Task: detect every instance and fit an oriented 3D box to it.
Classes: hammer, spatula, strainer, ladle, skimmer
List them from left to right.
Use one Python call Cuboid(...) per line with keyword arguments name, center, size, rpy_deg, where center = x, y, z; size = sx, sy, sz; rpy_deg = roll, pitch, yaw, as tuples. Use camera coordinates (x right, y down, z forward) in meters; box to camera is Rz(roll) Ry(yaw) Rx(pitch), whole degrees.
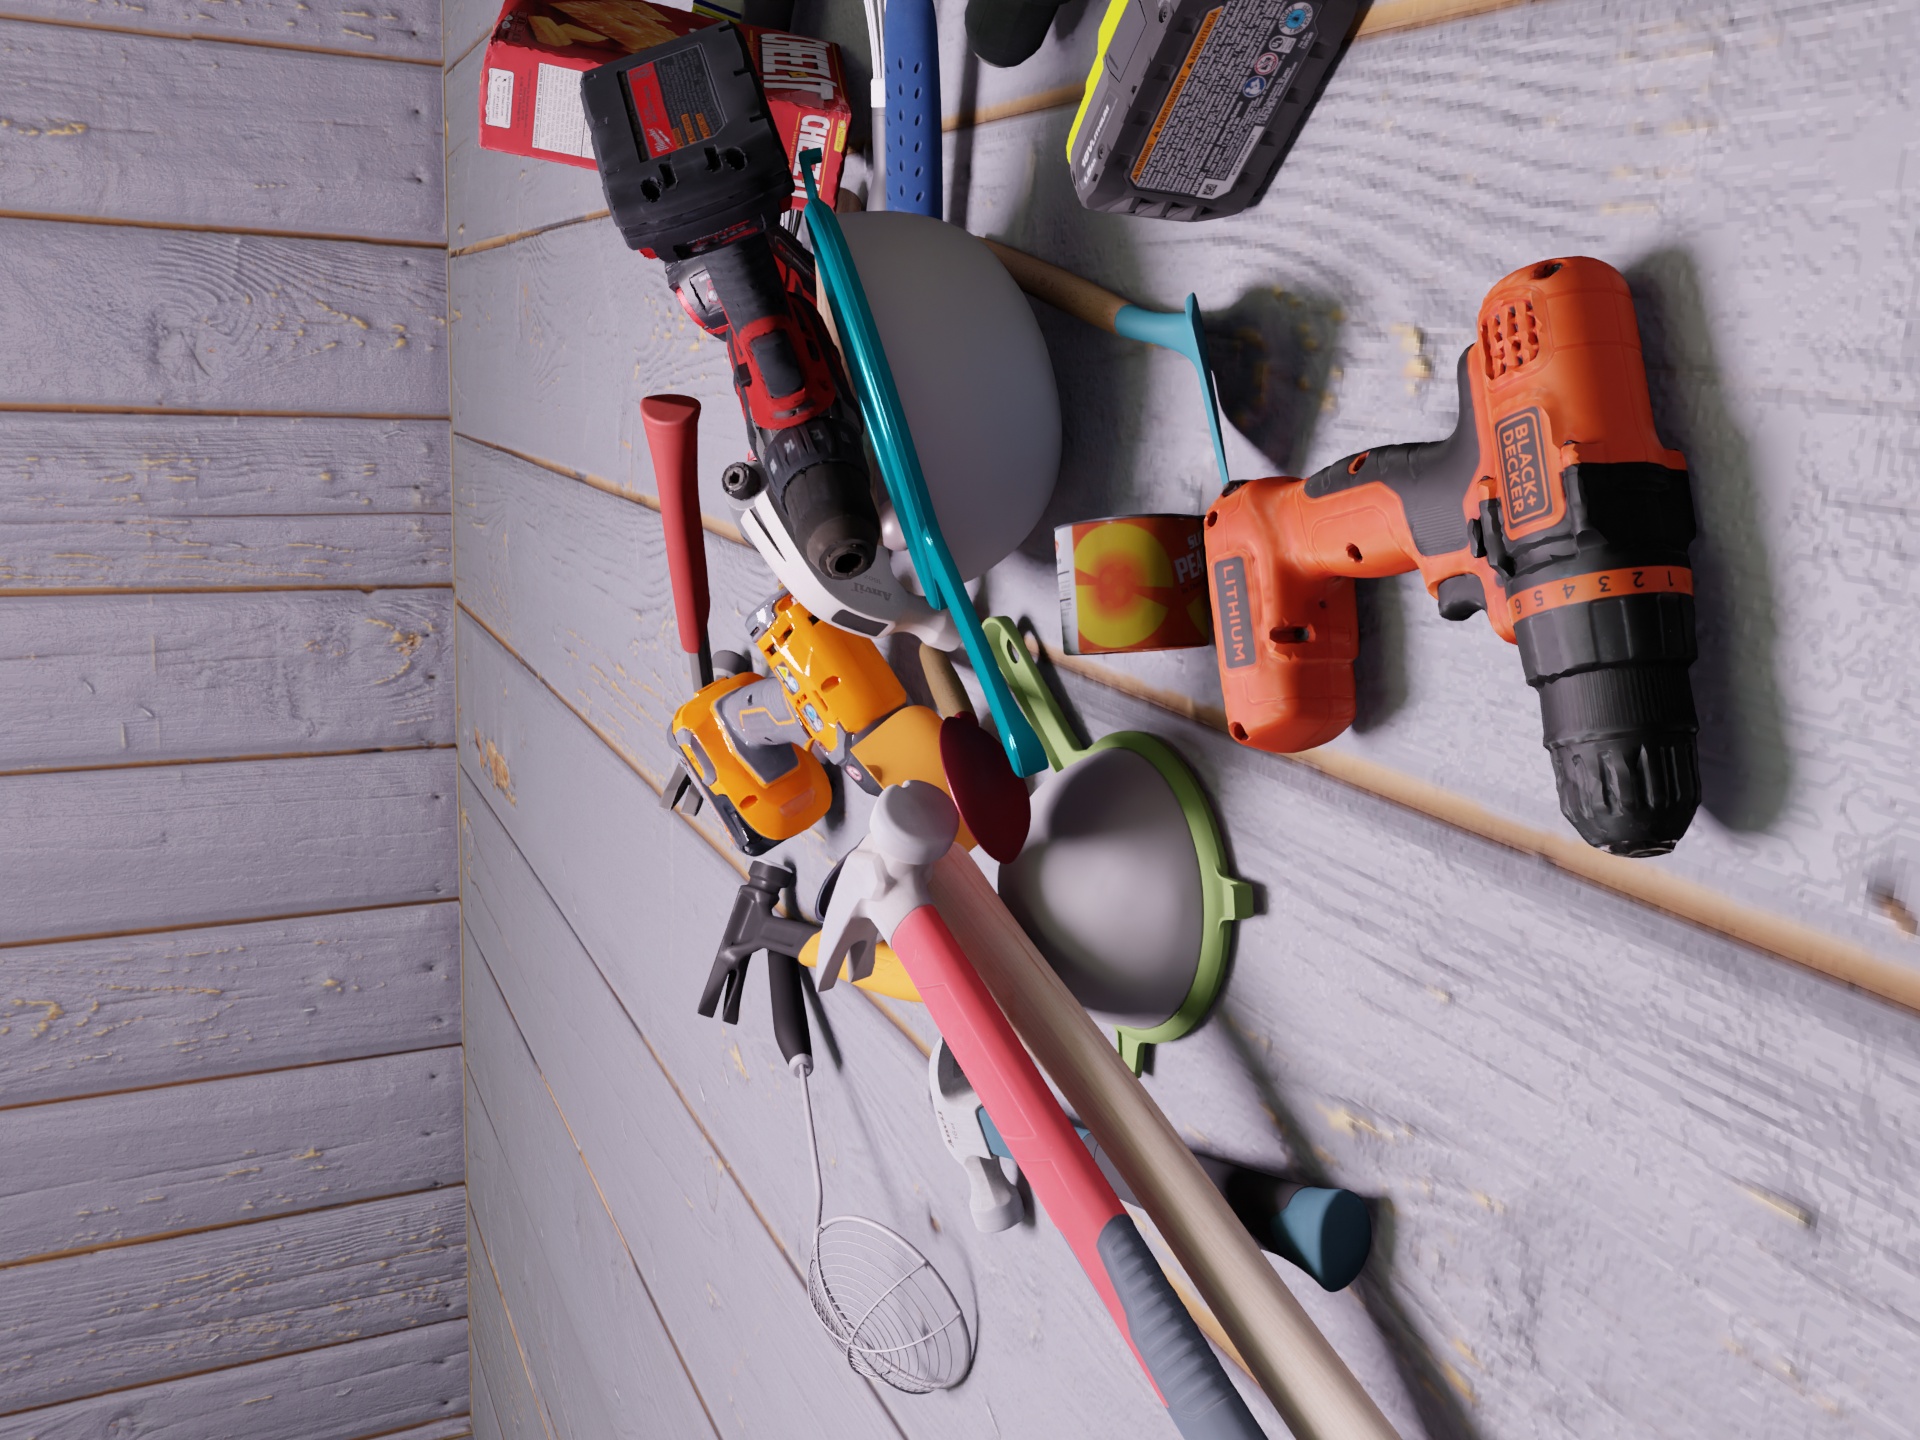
Cuboid(name="hammer", center=(-0.194, -0.084, 1.130), size=(0.358, 0.037, 0.149), rpy_deg=(95, -173, -54))
Cuboid(name="hammer", center=(-0.091, 0.165, 1.086), size=(0.337, 0.034, 0.127), rpy_deg=(-3, 65, 61))
Cuboid(name="hammer", center=(-0.070, -0.197, 0.955), size=(0.031, 0.130, 0.332), rpy_deg=(-40, 46, 45))
Cuboid(name="skimmer", center=(-0.074, 0.288, 1.107), size=(0.364, 0.090, 0.127), rpy_deg=(-108, 25, -49))
Cuboid(name="hammer", center=(-0.023, -0.403, 0.858), size=(0.144, 0.035, 0.405), rpy_deg=(9, 113, 22))
Cuboid(name="ladle", center=(-0.001, -0.003, 0.821), size=(0.069, 0.031, 0.316), rpy_deg=(60, -178, -17))
Cuboid(name="strainer", center=(0.015, -0.120, 0.764), size=(0.210, 0.095, 0.341), rpy_deg=(74, 176, -54))
Cuboid(name="strainer", center=(0.042, 0.042, 0.787), size=(0.257, 0.069, 0.151), rpy_deg=(65, 147, 35))
Cuboid(name="hammer", center=(0.048, 0.211, 0.653), size=(0.387, 0.038, 0.143), rpy_deg=(56, 143, 30))
Cuboid(name="spatula", center=(0.058, -0.193, 0.756), size=(0.318, 0.044, 0.082), rpy_deg=(48, 162, 55))
Cuboid(name="hammer", center=(0.075, 0.215, 0.764), size=(0.331, 0.033, 0.128), rpy_deg=(-8, 102, 61))
Cuboid(name="hammer", center=(0.096, 0.195, 0.640), size=(0.411, 0.038, 0.146), rpy_deg=(51, 140, 34))

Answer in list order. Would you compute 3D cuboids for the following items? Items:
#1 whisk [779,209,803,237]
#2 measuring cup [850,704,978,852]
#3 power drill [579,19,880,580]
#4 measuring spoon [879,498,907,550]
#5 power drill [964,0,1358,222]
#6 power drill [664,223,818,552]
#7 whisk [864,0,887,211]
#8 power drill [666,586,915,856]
Cuboid(name="whisk", center=(-0.129, -0.320, 1.130), size=(0.055, 0.055, 0.239), rpy_deg=(20, 116, 62))
Cuboid(name="measuring cup", center=(0.010, 0.058, 0.865), size=(0.174, 0.052, 0.095), rpy_deg=(44, 174, 35))
Cuboid(name="power drill", center=(-0.097, -0.192, 0.772), size=(0.226, 0.080, 0.188), rpy_deg=(69, -178, -55))
Cuboid(name="measuring spoon", center=(-0.025, -0.110, 0.967), size=(0.124, 0.018, 0.034), rpy_deg=(36, 125, 57))
Cuboid(name="power drill", center=(0.068, -0.323, 0.685), size=(0.190, 0.080, 0.229), rpy_deg=(119, 142, -48))
Cuboid(name="power drill", center=(-0.119, -0.202, 1.015), size=(0.078, 0.143, 0.220), rpy_deg=(-19, 71, 21))
Cuboid(name="whisk", center=(-0.042, -0.400, 0.927), size=(0.070, 0.070, 0.284), rpy_deg=(-143, 49, -58))
Cuboid(name="power drill", center=(-0.102, 0.015, 1.052), size=(0.164, 0.084, 0.226), rpy_deg=(57, 148, 2))
